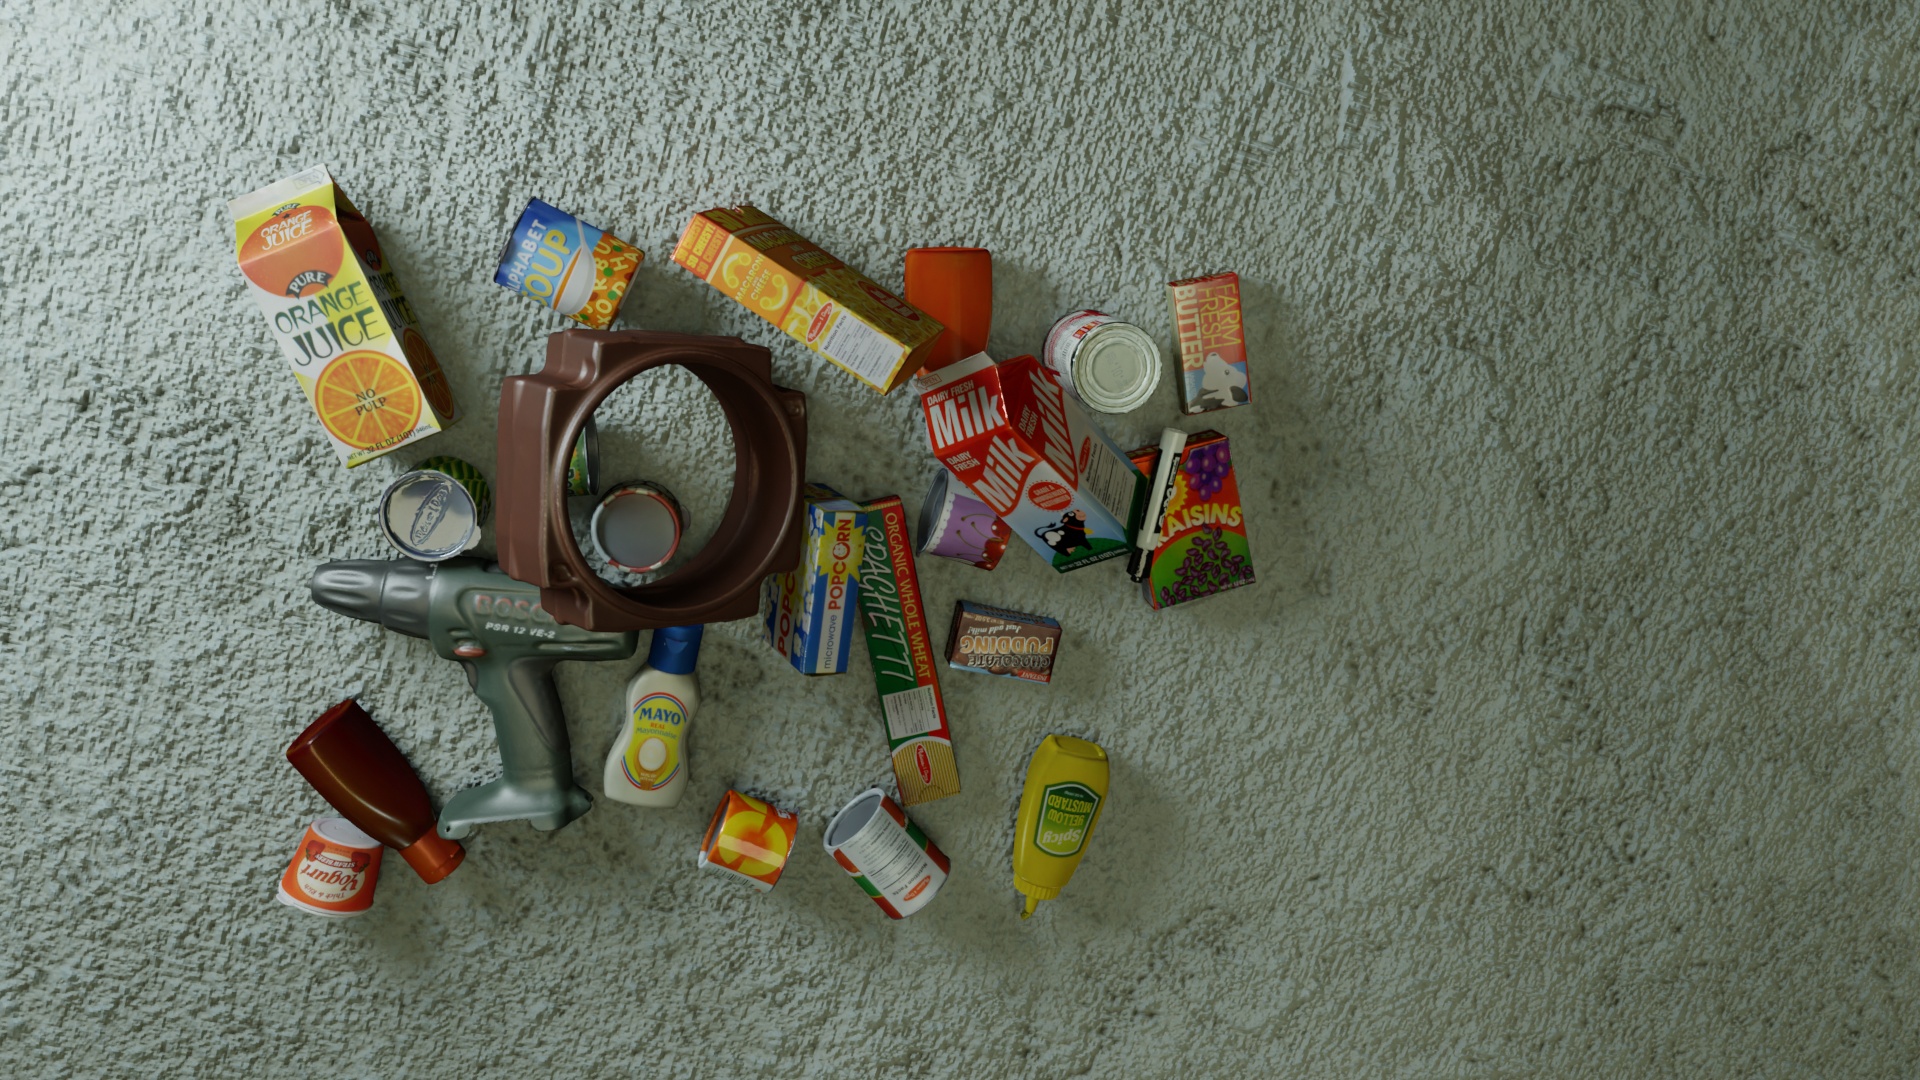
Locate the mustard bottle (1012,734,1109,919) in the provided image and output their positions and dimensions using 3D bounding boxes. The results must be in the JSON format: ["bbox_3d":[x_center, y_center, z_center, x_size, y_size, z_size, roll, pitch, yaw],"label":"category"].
[{"bbox_3d":[0.075,0.240,1.133,0.065,0.049,0.159,12,101,-10],"label":"mustard bottle"}]

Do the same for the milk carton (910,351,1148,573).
[{"bbox_3d":[0.049,-0.064,0.999,0.072,0.074,0.190,-18,132,38],"label":"milk carton"}]

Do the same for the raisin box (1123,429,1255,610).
[{"bbox_3d":[0.176,-0.017,1.091,0.086,0.040,0.123,-15,105,-4],"label":"raisin box"}]

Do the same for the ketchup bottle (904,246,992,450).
[{"bbox_3d":[-0.009,-0.142,1.030,0.065,0.043,0.148,-2,104,-6],"label":"ketchup bottle"}]

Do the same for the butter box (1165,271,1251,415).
[{"bbox_3d":[0.191,-0.151,1.068,0.053,0.024,0.103,-11,105,-5],"label":"butter box"}]

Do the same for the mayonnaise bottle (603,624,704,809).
[{"bbox_3d":[-0.230,0.130,1.064,0.065,0.041,0.147,12,102,-11],"label":"mayonnaise bottle"}]

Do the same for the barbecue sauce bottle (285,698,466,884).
[{"bbox_3d":[-0.431,0.192,1.038,0.043,0.065,0.148,-25,111,23],"label":"barbecue sauce bottle"}]

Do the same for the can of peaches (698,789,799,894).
[{"bbox_3d":[-0.165,0.233,1.087,0.058,0.071,0.071,24,99,-13],"label":"can of peaches"}]

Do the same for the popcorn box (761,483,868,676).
[{"bbox_3d":[-0.109,0.028,1.032,0.038,0.085,0.126,2,104,-29],"label":"popcorn box"}]

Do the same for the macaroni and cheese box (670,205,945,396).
[{"bbox_3d":[-0.099,-0.169,0.949,0.166,0.124,0.040,33,108,0],"label":"macaroni and cheese box"}]

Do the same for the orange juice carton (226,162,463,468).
[{"bbox_3d":[-0.422,-0.153,0.950,0.072,0.073,0.192,-22,105,-2],"label":"orange juice carton"}]

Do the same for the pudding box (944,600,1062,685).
[{"bbox_3d":[0.033,0.081,1.098,0.084,0.030,0.049,12,103,-11],"label":"pudding box"}]

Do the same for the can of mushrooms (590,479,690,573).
[{"bbox_3d":[-0.238,-0.011,1.033,0.071,0.033,0.071,-2,103,-8],"label":"can of mushrooms"}]

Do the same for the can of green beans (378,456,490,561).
[{"bbox_3d":[-0.375,-0.023,0.996,0.071,0.058,0.071,-2,104,-8],"label":"can of green beans"}]

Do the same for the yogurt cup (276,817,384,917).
[{"bbox_3d":[-0.469,0.244,1.045,0.072,0.072,0.054,20,92,-13],"label":"yogurt cup"}]

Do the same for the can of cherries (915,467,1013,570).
[{"bbox_3d":[0.004,-0.013,1.053,0.058,0.071,0.071,16,101,-13],"label":"can of cherries"}]

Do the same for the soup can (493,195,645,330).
[{"bbox_3d":[-0.271,-0.189,0.964,0.084,0.071,0.071,25,99,-14],"label":"soup can"}]

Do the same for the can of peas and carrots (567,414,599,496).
[{"bbox_3d":[-0.292,-0.061,0.993,0.059,0.071,0.070,-4,104,-7],"label":"can of peas and carrots"}]

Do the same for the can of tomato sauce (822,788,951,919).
[{"bbox_3d":[-0.060,0.249,1.107,0.071,0.071,0.083,-40,106,3],"label":"can of tomato sauce"}]

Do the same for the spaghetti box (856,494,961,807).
[{"bbox_3d":[-0.047,0.087,1.088,0.050,0.029,0.249,-12,105,-5],"label":"spaghetti box"}]
